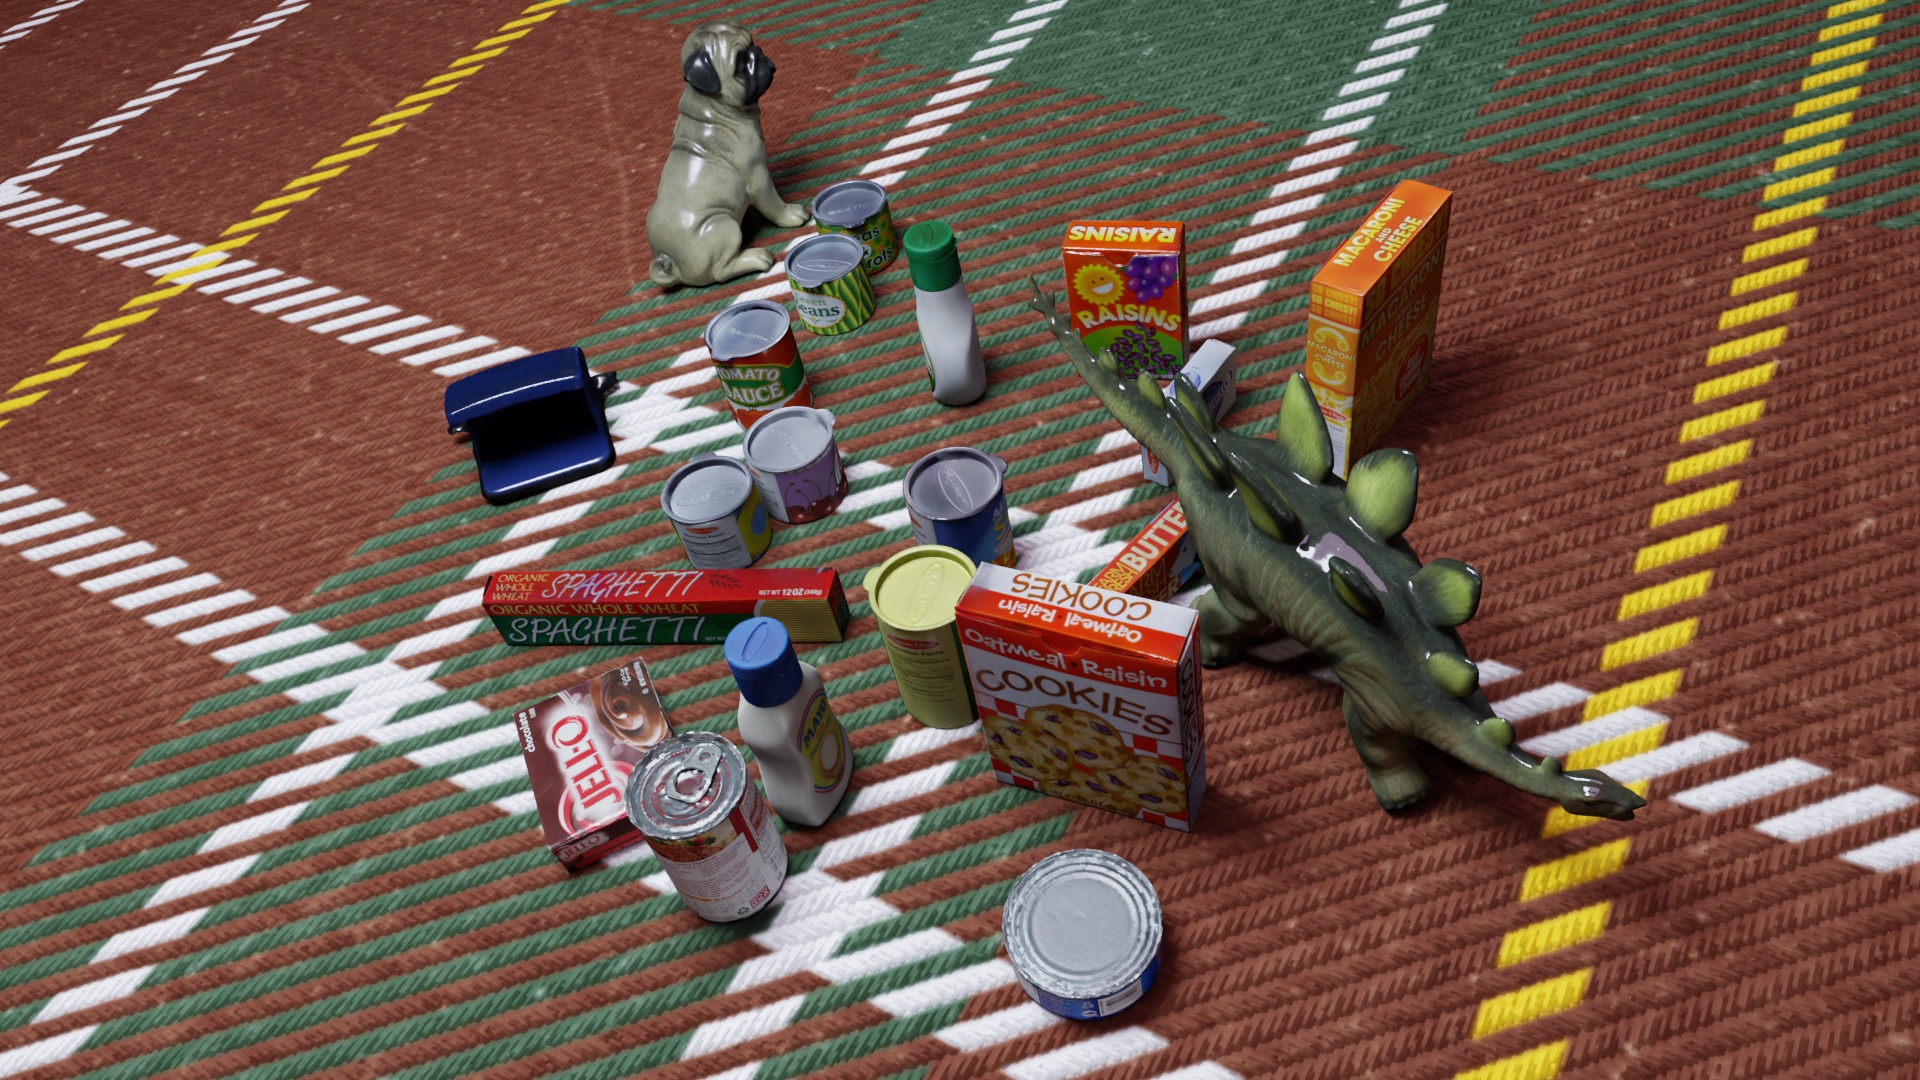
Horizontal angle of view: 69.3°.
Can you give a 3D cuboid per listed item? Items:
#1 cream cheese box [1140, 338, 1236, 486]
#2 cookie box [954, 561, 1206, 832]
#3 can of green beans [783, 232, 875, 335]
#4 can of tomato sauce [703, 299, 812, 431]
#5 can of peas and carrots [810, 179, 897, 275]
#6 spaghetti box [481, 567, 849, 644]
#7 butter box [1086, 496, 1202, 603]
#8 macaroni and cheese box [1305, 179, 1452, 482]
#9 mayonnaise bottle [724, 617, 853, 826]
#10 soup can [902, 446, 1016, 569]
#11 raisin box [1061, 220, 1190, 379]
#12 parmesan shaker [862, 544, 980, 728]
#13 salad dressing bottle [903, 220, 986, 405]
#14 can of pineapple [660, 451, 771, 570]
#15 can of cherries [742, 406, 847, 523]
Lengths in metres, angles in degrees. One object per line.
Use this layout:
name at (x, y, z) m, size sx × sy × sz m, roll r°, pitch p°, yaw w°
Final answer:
cream cheese box at (0.163, -0.092, 0.996) m, size 0.024 × 0.053 × 0.104 m, roll 23°, pitch 57°, yaw 29°
cookie box at (0.071, 0.090, 0.771) m, size 0.123 × 0.166 × 0.040 m, roll 12°, pitch 52°, yaw 21°
can of green beans at (-0.108, -0.213, 1.157) m, size 0.071 × 0.057 × 0.071 m, roll -6°, pitch 48°, yaw 6°
can of tomato sauce at (-0.156, -0.132, 1.076) m, size 0.071 × 0.082 × 0.071 m, roll -6°, pitch 48°, yaw 6°
can of peas and carrots at (-0.090, -0.269, 1.203) m, size 0.071 × 0.058 × 0.071 m, roll -6°, pitch 48°, yaw 6°
spaghetti box at (-0.202, 0.045, 0.946) m, size 0.250 × 0.050 × 0.029 m, roll -1°, pitch 48°, yaw 10°
butter box at (0.123, 0.020, 0.902) m, size 0.024 × 0.052 × 0.104 m, roll 31°, pitch 60°, yaw 33°
macaroni and cheese box at (0.279, -0.140, 0.939) m, size 0.040 × 0.165 × 0.124 m, roll 27°, pitch 58°, yaw 30°
mayonnaise bottle at (-0.100, 0.104, 0.806) m, size 0.041 × 0.147 × 0.065 m, roll 9°, pitch 51°, yaw 19°
soup can at (0.003, -0.012, 0.934) m, size 0.071 × 0.083 × 0.072 m, roll -6°, pitch 48°, yaw 6°
raisin box at (0.125, -0.177, 1.033) m, size 0.086 × 0.122 × 0.040 m, roll 5°, pitch 50°, yaw 16°
parmesan shaker at (-0.017, 0.060, 0.860) m, size 0.071 × 0.102 × 0.072 m, roll -6°, pitch 48°, yaw 6°
salad dressing bottle at (-0.012, -0.168, 1.036) m, size 0.044 × 0.147 × 0.064 m, roll -6°, pitch 48°, yaw 6°
can of pineapple at (-0.173, -0.019, 0.994) m, size 0.071 × 0.057 × 0.071 m, roll -6°, pitch 48°, yaw 6°
can of cherries at (-0.117, -0.056, 1.015) m, size 0.071 × 0.058 × 0.072 m, roll -6°, pitch 48°, yaw 6°
